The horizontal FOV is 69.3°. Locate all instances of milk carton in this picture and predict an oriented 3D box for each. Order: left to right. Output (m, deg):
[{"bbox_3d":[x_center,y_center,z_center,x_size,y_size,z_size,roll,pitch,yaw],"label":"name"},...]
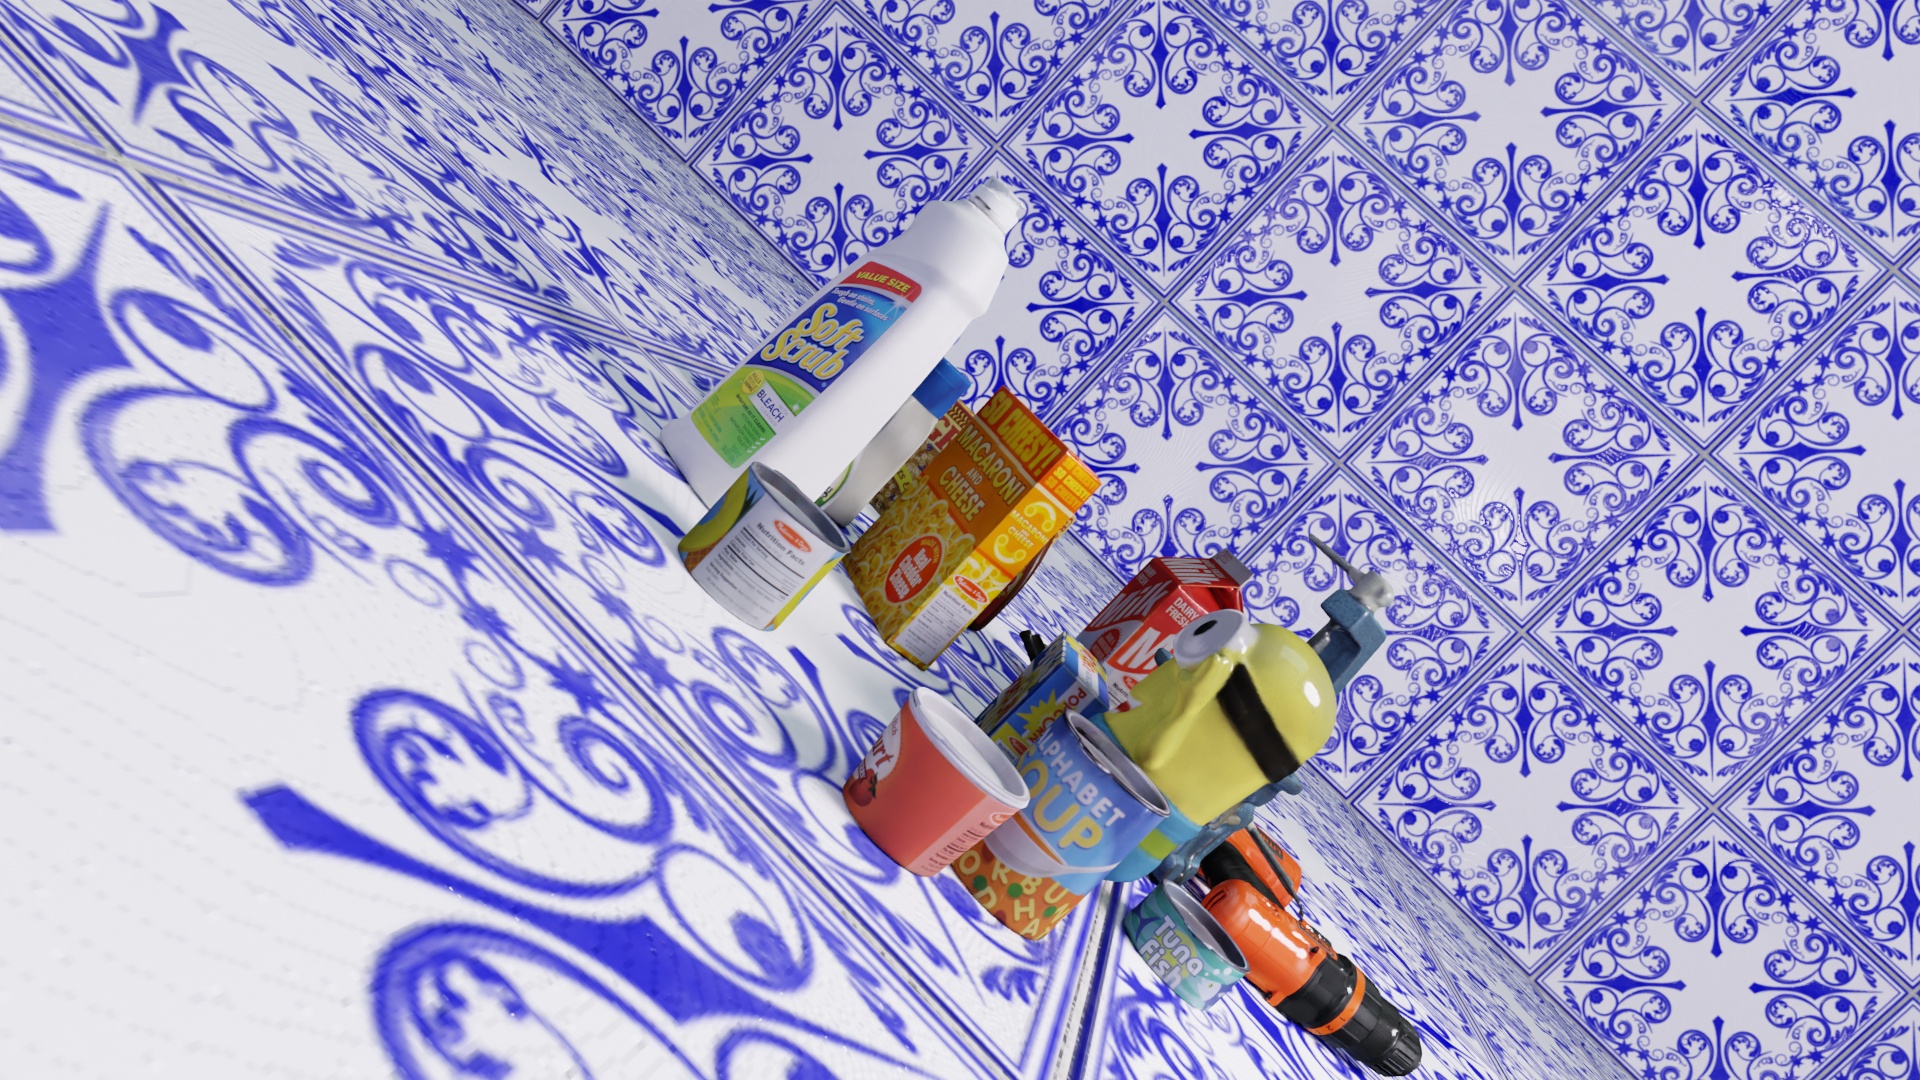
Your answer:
[{"bbox_3d":[0.136,0.082,1.014,0.073,0.190,0.072,42,6,-16],"label":"milk carton"}]

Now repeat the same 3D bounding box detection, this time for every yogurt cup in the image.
[{"bbox_3d":[-0.012,0.104,0.588,0.072,0.054,0.072,43,6,-6],"label":"yogurt cup"}]

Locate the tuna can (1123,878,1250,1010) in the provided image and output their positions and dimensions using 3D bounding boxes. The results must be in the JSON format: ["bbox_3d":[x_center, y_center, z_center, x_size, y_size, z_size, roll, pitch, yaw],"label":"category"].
[{"bbox_3d":[0.122,0.220,0.755,0.071,0.033,0.071,43,7,-6],"label":"tuna can"}]

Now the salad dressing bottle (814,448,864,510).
[{"bbox_3d":[-0.080,-0.074,0.896,0.064,0.147,0.044,41,7,-26],"label":"salad dressing bottle"}]

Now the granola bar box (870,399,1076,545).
[{"bbox_3d":[0.004,-0.033,1.239,0.166,0.124,0.039,47,7,29],"label":"granola bar box"}]

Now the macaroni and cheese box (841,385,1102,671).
[{"bbox_3d":[0.003,-0.011,0.916,0.040,0.166,0.124,40,7,-31],"label":"macaroni and cheese box"}]

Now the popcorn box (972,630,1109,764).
[{"bbox_3d":[0.043,0.101,0.799,0.038,0.085,0.127,44,6,1],"label":"popcorn box"}]

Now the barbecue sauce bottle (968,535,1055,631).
[{"bbox_3d":[0.043,0.002,1.139,0.065,0.148,0.044,43,6,-6],"label":"barbecue sauce bottle"}]

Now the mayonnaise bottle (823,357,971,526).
[{"bbox_3d":[-0.054,-0.078,1.072,0.041,0.148,0.065,42,6,-18],"label":"mayonnaise bottle"}]

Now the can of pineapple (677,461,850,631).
[{"bbox_3d":[-0.098,0.003,0.696,0.071,0.058,0.071,43,6,-6],"label":"can of pineapple"}]

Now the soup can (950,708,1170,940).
[{"bbox_3d":[0.042,0.128,0.630,0.071,0.083,0.071,43,6,-6],"label":"soup can"}]
